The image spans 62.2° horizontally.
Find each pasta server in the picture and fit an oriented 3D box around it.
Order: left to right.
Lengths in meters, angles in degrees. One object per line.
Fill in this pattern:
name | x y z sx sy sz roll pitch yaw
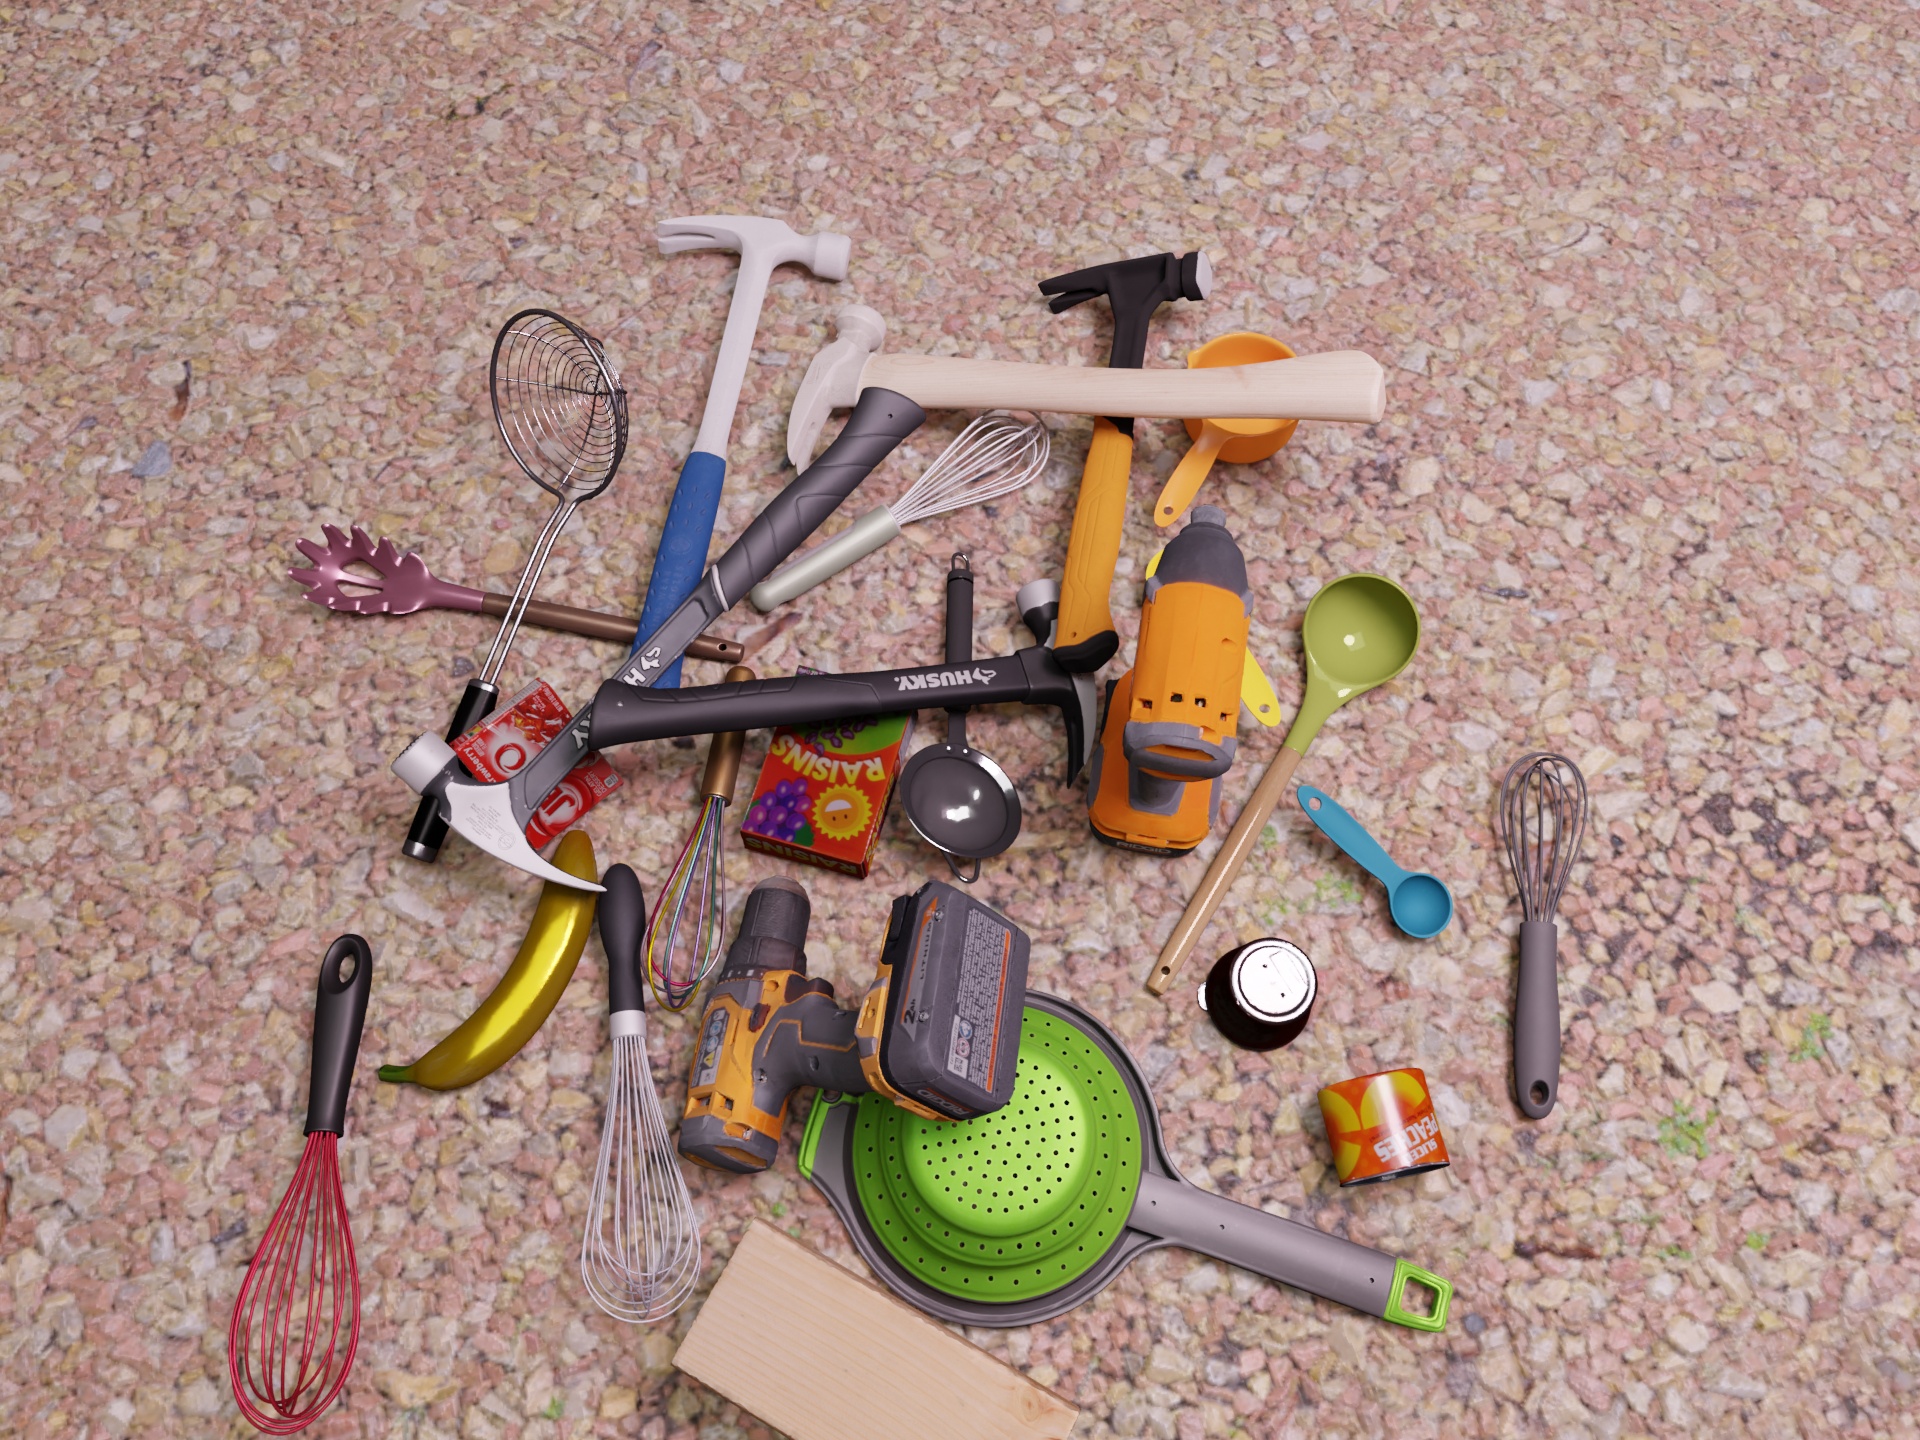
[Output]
pasta server | -0.305 -0.078 1.102 0.316 0.040 0.060 11 79 4

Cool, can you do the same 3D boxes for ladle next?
ladle | 0.206 0.039 1.044 0.078 0.062 0.320 29 74 14

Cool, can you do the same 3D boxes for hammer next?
hammer | -0.183 -0.196 1.132 0.144 0.035 0.406 11 66 -3
hammer | -0.165 -0.067 1.029 0.149 0.036 0.409 45 76 -11
hammer | -0.069 -0.012 1.011 0.334 0.035 0.146 -6 62 -20
hammer | 0.076 -0.217 1.081 0.411 0.038 0.146 7 62 24
hammer | 0.096 -0.184 1.103 0.127 0.034 0.337 -3 61 25

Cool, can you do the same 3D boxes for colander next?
colander | 0.099 0.274 0.928 0.397 0.094 0.205 18 70 7

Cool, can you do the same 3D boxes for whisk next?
whisk | -0.385 0.269 0.957 0.073 0.073 0.296 -3 62 -1
whisk | -0.203 0.220 0.975 0.070 0.070 0.285 -8 64 -3
whisk | -0.164 0.070 1.029 0.047 0.051 0.245 22 58 -25
whisk | -0.043 -0.147 1.124 0.246 0.058 0.059 -32 102 -7
whisk | 0.371 0.133 1.013 0.055 0.055 0.239 7 73 3

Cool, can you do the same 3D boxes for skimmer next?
skimmer | -0.312 -0.088 1.046 0.127 0.090 0.363 14 80 33

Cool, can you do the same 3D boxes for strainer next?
strainer | -0.002 -0.003 1.070 0.086 0.050 0.259 13 60 -21

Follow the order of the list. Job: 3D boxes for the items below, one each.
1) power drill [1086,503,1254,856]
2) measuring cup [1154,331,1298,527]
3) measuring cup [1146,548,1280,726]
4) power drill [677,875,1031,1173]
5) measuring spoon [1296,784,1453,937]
power drill | 0.132 -0.019 0.973 0.084 0.226 0.164 9 69 4
measuring cup | 0.182 -0.196 1.139 0.095 0.052 0.174 30 73 11
measuring cup | 0.176 -0.054 1.083 0.062 0.029 0.157 -22 62 -7
power drill | -0.068 0.159 0.930 0.226 0.084 0.185 -22 46 38
measuring spoon | 0.263 0.090 1.030 0.128 0.021 0.042 45 77 4
